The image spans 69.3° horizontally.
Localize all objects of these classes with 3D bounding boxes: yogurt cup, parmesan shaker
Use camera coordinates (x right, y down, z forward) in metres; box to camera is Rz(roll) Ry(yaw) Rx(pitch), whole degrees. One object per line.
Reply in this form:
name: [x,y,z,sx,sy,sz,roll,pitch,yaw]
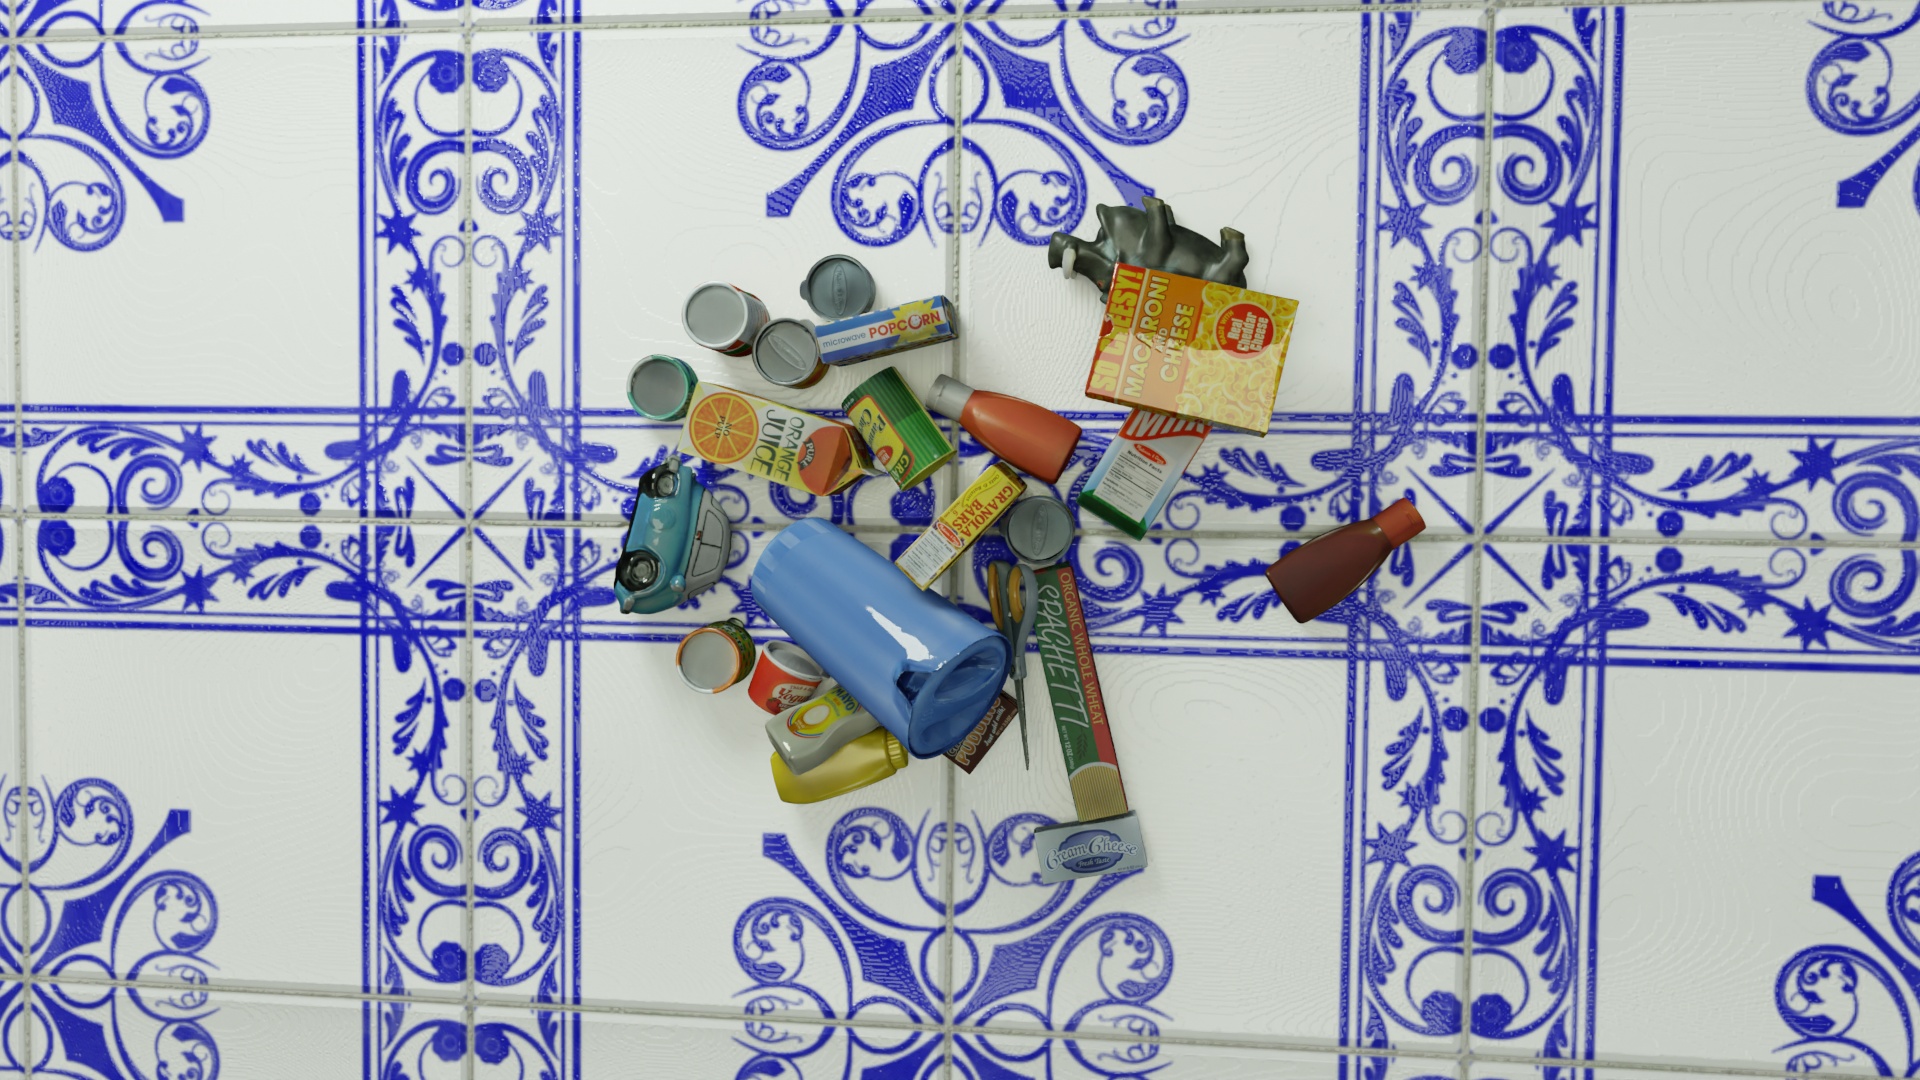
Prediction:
yogurt cup: [-0.173,0.138,1.363,0.072,0.072,0.053,30,103,4]
parmesan shaker: [-0.061,-0.107,1.340,0.071,0.071,0.103,-37,86,7]

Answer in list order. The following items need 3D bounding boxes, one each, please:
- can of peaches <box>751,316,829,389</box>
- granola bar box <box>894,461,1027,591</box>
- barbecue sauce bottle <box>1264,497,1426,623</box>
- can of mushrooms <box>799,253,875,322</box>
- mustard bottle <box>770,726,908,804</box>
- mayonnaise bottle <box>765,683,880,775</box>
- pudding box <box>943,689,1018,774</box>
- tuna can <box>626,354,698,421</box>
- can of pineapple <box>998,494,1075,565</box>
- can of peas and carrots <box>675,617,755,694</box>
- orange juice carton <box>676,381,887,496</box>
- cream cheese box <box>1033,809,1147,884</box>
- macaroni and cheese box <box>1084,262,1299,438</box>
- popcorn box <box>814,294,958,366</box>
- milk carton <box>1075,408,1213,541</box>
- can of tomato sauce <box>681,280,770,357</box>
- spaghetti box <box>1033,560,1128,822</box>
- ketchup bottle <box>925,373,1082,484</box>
can of peaches: [-0.162,-0.183,1.352,0.071,0.058,0.071,0,92,7]
granola bar box: [0.005,-0.016,1.286,0.039,0.166,0.124,45,96,0]
barbecue sauce bottle: [0.365,0.014,1.309,0.148,0.044,0.065,-34,89,6]
can of mushrooms: [-0.119,-0.245,1.357,0.071,0.033,0.071,0,93,6]
mustard bottle: [-0.103,0.215,1.365,0.160,0.049,0.065,-13,90,6]
mayonnaise bottle: [-0.111,0.165,1.341,0.148,0.041,0.065,-30,47,-18]
pudding box: [0.016,0.180,1.360,0.050,0.030,0.083,38,95,4]
tuna can: [-0.294,-0.150,1.380,0.071,0.033,0.071,0,92,7]
can of pineapple: [0.075,-0.012,1.332,0.071,0.058,0.071,0,92,6]
can of peas and carrots: [-0.240,0.113,1.371,0.071,0.059,0.071,0,93,6]
orange juice carton: [-0.167,-0.092,1.348,0.193,0.072,0.073,18,95,6]
cream cheese box: [0.126,0.299,1.355,0.104,0.024,0.053,-11,90,6]
macaroni and cheese box: [0.206,-0.172,1.248,0.166,0.040,0.123,14,88,7]
popcorn box: [-0.069,-0.199,1.327,0.127,0.085,0.038,-13,92,6]
milk carton: [0.189,-0.099,1.310,0.073,0.072,0.190,32,96,3]
can of tomato sauce: [-0.228,-0.214,1.345,0.071,0.083,0.071,0,92,6]
spaghetti box: [0.111,0.147,1.349,0.050,0.029,0.250,-13,91,6]
ketchup bottle: [0.039,-0.113,1.339,0.149,0.043,0.065,27,87,5]
